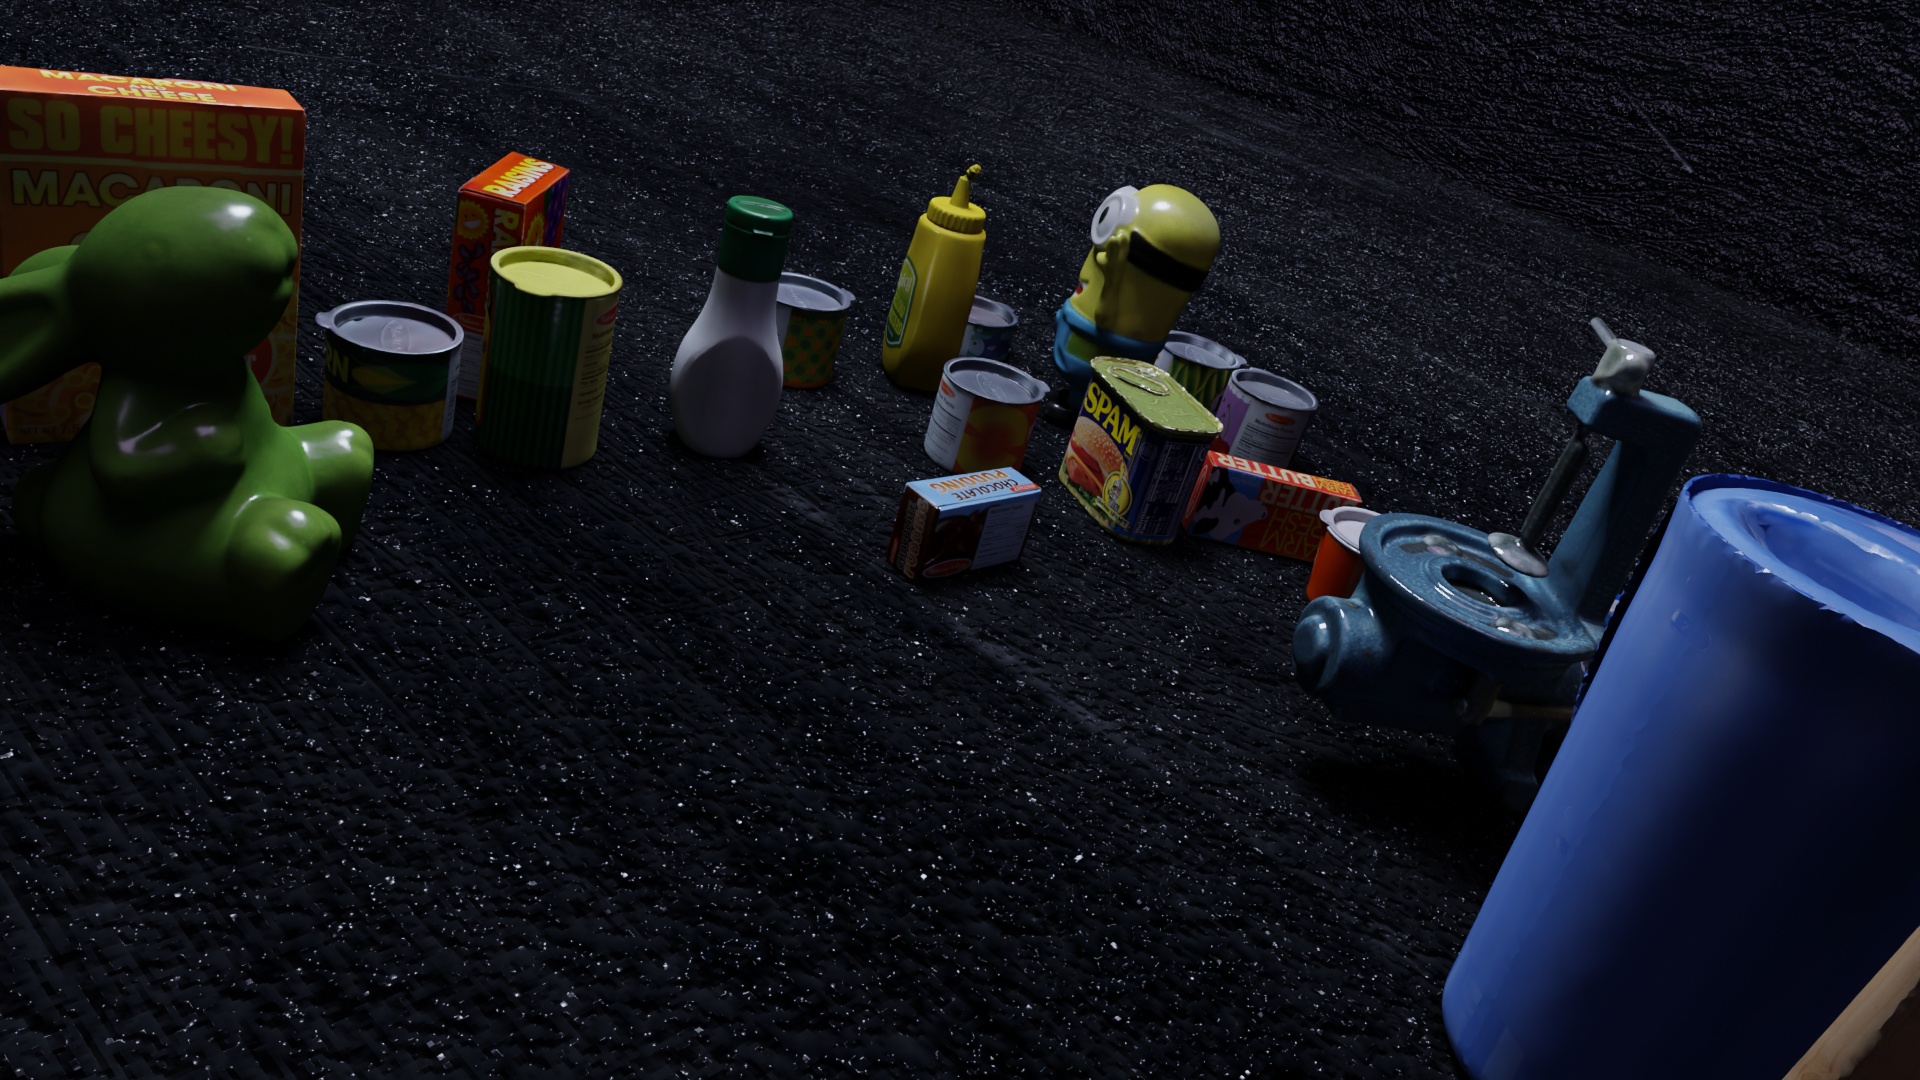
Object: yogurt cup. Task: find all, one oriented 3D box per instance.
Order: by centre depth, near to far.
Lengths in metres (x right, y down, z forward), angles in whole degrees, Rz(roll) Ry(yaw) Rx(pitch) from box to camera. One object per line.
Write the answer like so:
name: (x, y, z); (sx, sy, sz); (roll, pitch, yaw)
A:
yogurt cup: (0.246, 0.019, 0.847); (0.072, 0.053, 0.073); (13, 27, -7)

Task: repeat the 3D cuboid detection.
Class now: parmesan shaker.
parmesan shaker: (-0.223, -0.096, 0.743); (0.071, 0.102, 0.071); (13, 27, -7)

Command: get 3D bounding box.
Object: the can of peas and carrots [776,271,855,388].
can of peas and carrots: (-0.111, -0.143, 0.940); (0.071, 0.058, 0.071); (13, 27, -7)

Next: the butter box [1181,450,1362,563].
butter box: (0.199, -0.020, 0.894); (0.103, 0.053, 0.024); (12, 27, -9)

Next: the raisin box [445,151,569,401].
raisin box: (-0.262, -0.151, 0.800); (0.040, 0.122, 0.086); (15, 27, -4)

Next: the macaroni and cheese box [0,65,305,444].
macaroni and cheese box: (-0.380, -0.130, 0.650); (0.124, 0.165, 0.040); (-9, 37, -40)

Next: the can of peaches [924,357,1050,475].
can of peaches: (0.017, -0.077, 0.892); (0.071, 0.057, 0.071); (13, 27, -7)

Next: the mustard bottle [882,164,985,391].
mustard bottle: (-0.015, -0.185, 0.963); (0.049, 0.159, 0.065); (6, 29, -21)

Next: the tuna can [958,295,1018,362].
tuna can: (0.011, -0.165, 1.079); (0.071, 0.032, 0.071); (13, 27, -7)

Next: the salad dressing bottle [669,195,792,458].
salad dressing bottle: (-0.127, -0.121, 0.795); (0.064, 0.147, 0.044); (6, 29, -21)

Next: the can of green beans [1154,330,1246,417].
can of green beans: (0.172, -0.120, 1.059); (0.071, 0.057, 0.071); (13, 27, -7)

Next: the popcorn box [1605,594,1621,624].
popcorn box: (0.399, 0.087, 0.774); (0.127, 0.084, 0.038); (17, 27, 1)

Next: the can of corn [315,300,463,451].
can of corn: (-0.302, -0.087, 0.730); (0.071, 0.058, 0.071); (13, 27, -7)

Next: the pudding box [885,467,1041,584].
pudding box: (0.003, -0.010, 0.768); (0.084, 0.049, 0.030); (-12, 39, -43)

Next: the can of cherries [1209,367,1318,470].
can of cherries: (0.222, -0.087, 1.026); (0.071, 0.058, 0.072); (13, 27, -7)
